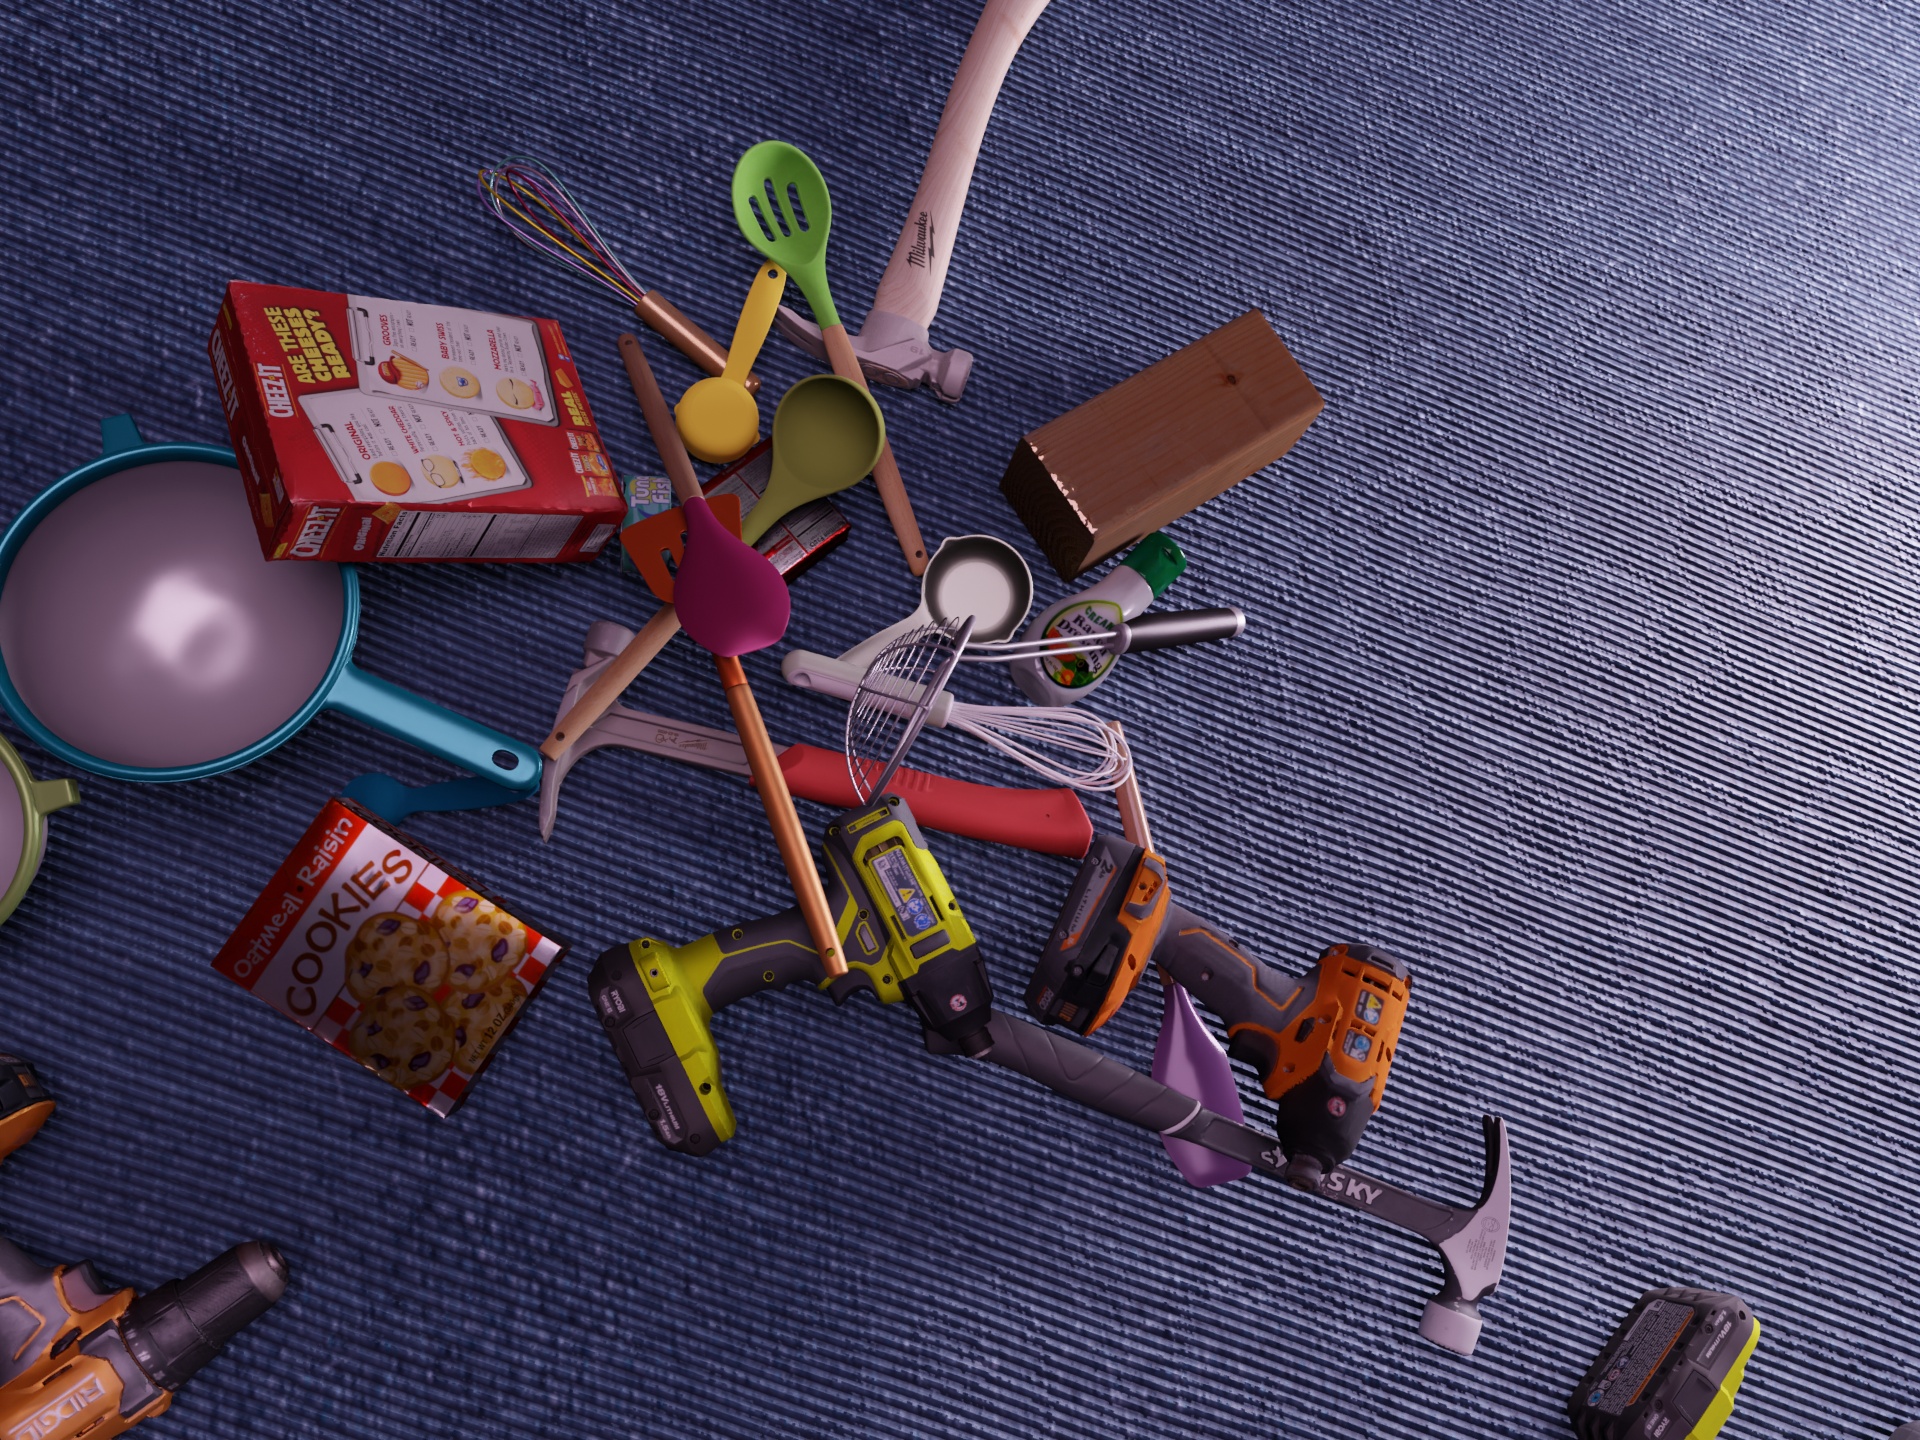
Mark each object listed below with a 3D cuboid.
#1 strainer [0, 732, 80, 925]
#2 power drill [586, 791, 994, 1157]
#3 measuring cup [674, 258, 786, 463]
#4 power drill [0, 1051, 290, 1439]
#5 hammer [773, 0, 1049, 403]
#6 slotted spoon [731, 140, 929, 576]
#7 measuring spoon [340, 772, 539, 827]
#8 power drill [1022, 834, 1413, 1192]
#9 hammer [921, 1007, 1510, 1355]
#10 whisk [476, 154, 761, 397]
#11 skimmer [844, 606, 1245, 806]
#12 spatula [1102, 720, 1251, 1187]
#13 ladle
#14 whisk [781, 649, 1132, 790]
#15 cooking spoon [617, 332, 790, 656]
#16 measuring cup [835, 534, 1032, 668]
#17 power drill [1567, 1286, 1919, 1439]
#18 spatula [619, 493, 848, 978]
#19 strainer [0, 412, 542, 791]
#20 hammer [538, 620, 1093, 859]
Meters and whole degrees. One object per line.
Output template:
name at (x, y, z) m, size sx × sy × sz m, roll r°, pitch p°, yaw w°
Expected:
strainer at (-0.640, 0.034, 0.934) m, size 0.256 × 0.069 × 0.151 m, roll 35°, pitch 89°, yaw 3°
power drill at (-0.099, 0.167, 0.980) m, size 0.223 × 0.080 × 0.171 m, roll -26°, pitch 84°, yaw -9°
measuring cup at (-0.151, -0.254, 1.098) m, size 0.062 × 0.029 × 0.156 m, roll 20°, pitch 83°, yaw -9°
power drill at (-0.508, 0.292, 0.887) m, size 0.185 × 0.084 × 0.226 m, roll -34°, pitch 88°, yaw -17°
hammer at (-0.011, -0.437, 1.198) m, size 0.146 × 0.038 × 0.411 m, roll 19°, pitch 72°, yaw -4°
slotted spoon at (-0.083, -0.248, 1.108) m, size 0.070 × 0.031 × 0.314 m, roll -22°, pitch 93°, yaw -18°
measuring spoon at (-0.330, 0.046, 0.999) m, size 0.128 × 0.021 × 0.042 m, roll -7°, pitch 77°, yaw 2°
power drill at (0.160, 0.183, 0.995) m, size 0.226 × 0.084 × 0.164 m, roll 25°, pitch 54°, yaw 4°
hammer at (0.163, 0.259, 1.027) m, size 0.409 × 0.036 × 0.149 m, roll 23°, pitch 79°, yaw 0°
whisk at (-0.238, -0.311, 1.121) m, size 0.245 × 0.047 × 0.051 m, roll 39°, pitch 84°, yaw -3°
skimmer at (0.074, -0.025, 1.017) m, size 0.363 × 0.127 × 0.090 m, roll -10°, pitch 54°, yaw -39°
spatula at (0.135, 0.153, 1.073) m, size 0.059 × 0.018 × 0.316 m, roll -10°, pitch 78°, yaw -10°
ladle at (-0.163, -0.100, 1.034) m, size 0.078 × 0.062 × 0.320 m, roll 37°, pitch 73°, yaw 6°
whisk at (-0.002, -0.003, 1.068) m, size 0.246 × 0.057 × 0.059 m, roll 16°, pitch 50°, yaw -3°
cooking spoon at (-0.179, -0.155, 1.026) m, size 0.068 × 0.017 × 0.319 m, roll -18°, pitch 52°, yaw -11°
measuring cup at (-0.027, -0.065, 1.099) m, size 0.167 × 0.038 × 0.083 m, roll -31°, pitch 88°, yaw 0°
power drill at (0.528, 0.479, 1.028) m, size 0.228 × 0.080 × 0.190 m, roll 45°, pitch 72°, yaw 1°
spatula at (-0.128, 0.005, 0.976) m, size 0.081 × 0.041 × 0.323 m, roll -20°, pitch 78°, yaw -5°
strainer at (-0.415, -0.030, 0.982) m, size 0.340 × 0.095 × 0.211 m, roll 25°, pitch 73°, yaw -4°
hammer at (-0.090, 0.046, 1.051) m, size 0.359 × 0.036 × 0.149 m, roll 14°, pitch 73°, yaw -6°
